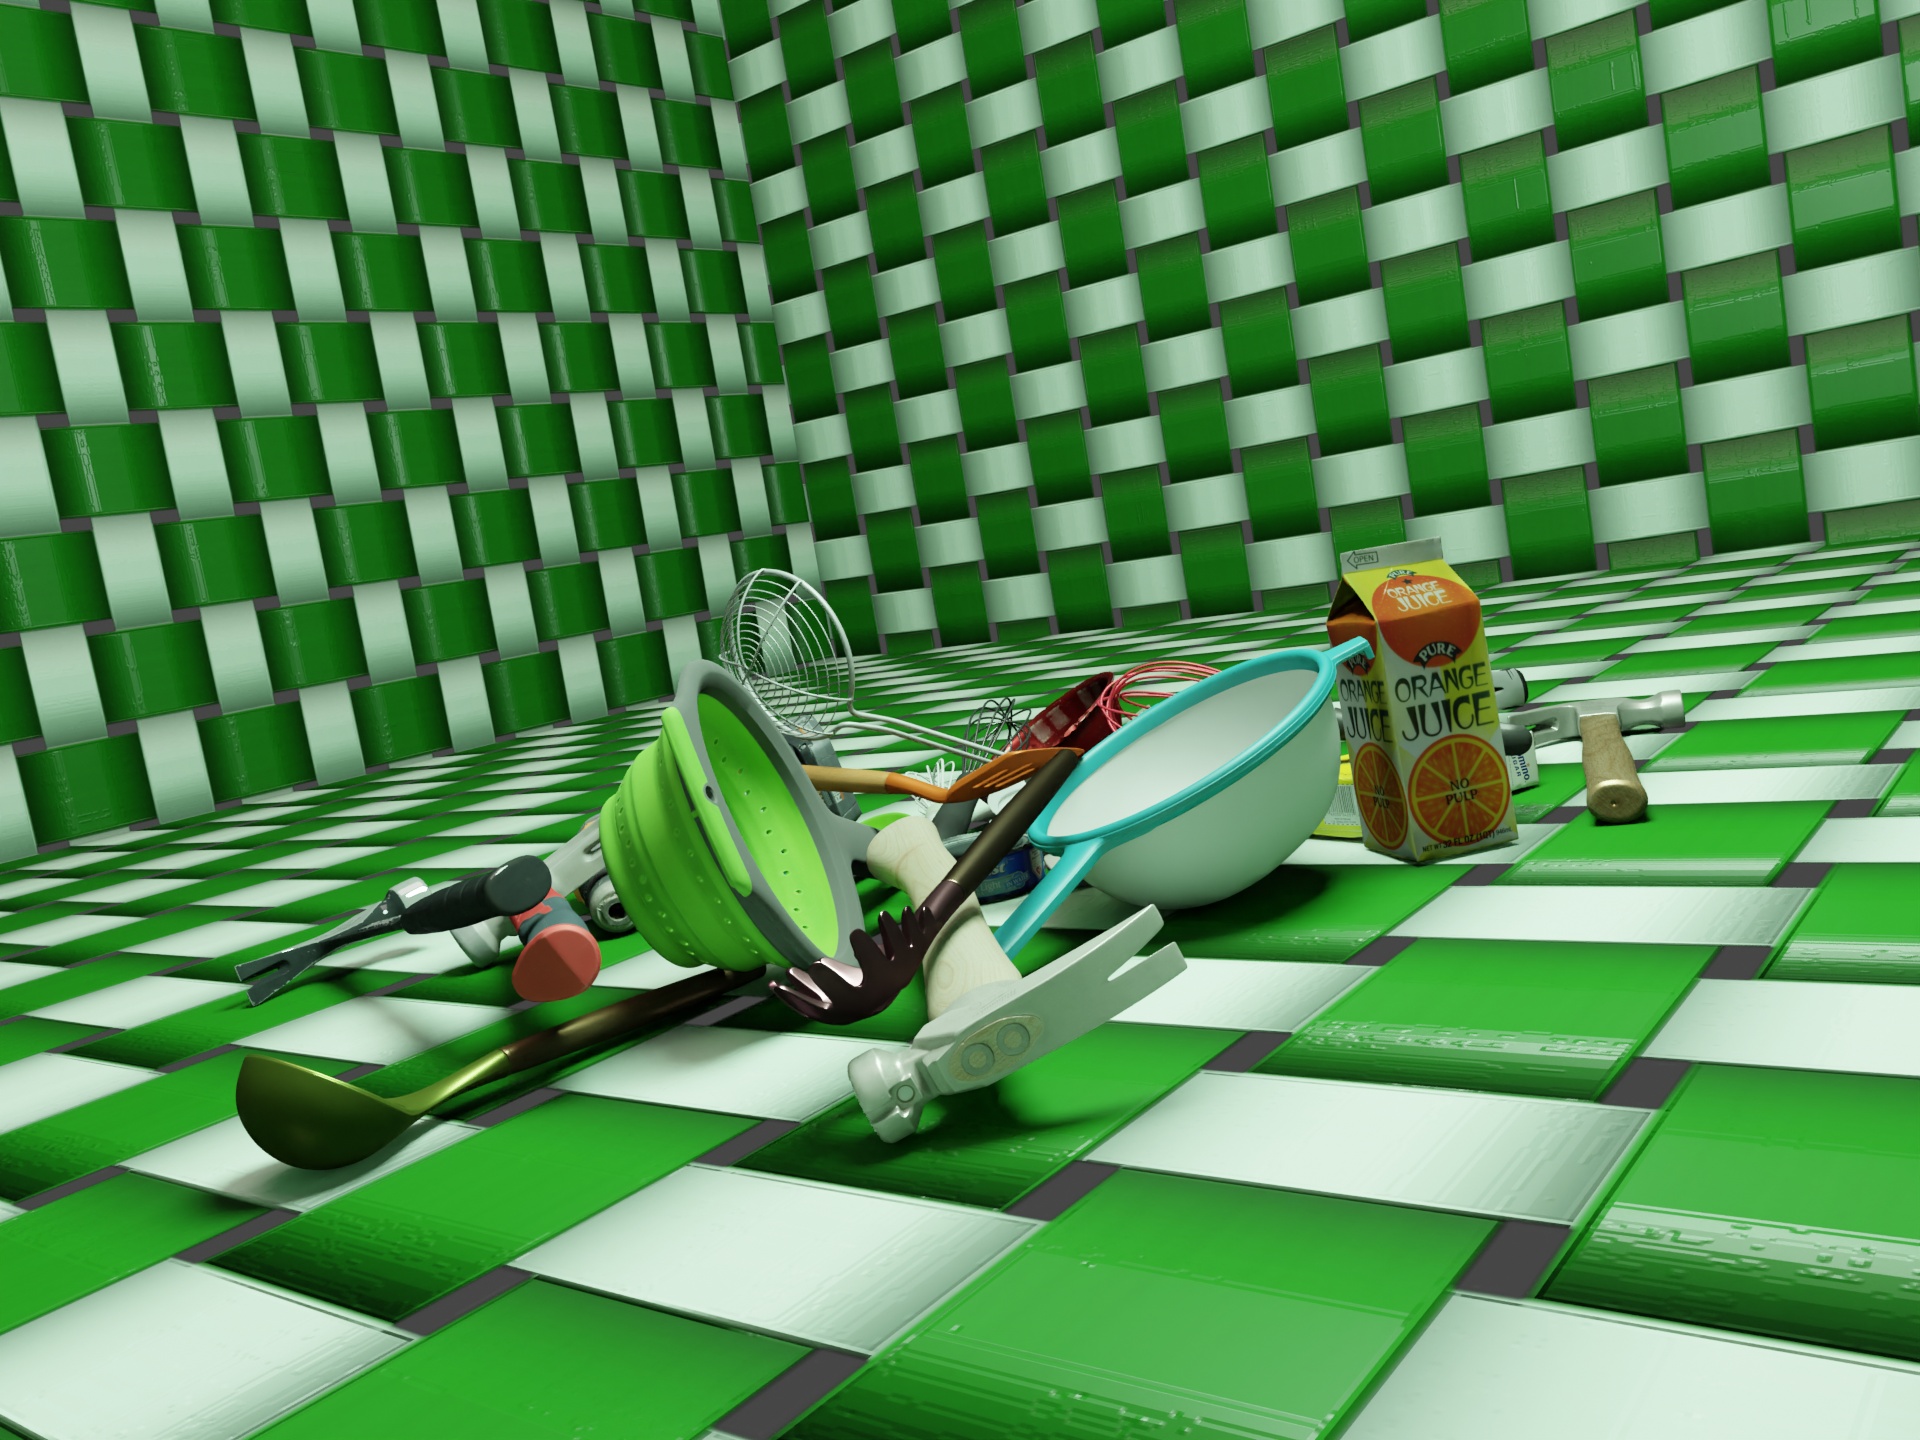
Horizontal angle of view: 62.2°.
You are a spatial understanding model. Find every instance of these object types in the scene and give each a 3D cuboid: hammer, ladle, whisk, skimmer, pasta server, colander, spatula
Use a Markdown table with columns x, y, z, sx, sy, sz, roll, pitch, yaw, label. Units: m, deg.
| x | y | z | sx | sy | sz | roll | pitch | yaw | label |
| --- | --- | --- | --- | --- | --- | --- | --- | --- | --- |
| 0.455 | 0.023 | 1.130 | 0.130 | 0.031 | 0.331 | -7 | 7 | 21 | hammer |
| -0.221 | 0.160 | 0.838 | 0.078 | 0.062 | 0.320 | -3 | 6 | 39 | ladle |
| -0.018 | 0.077 | 1.310 | 0.059 | 0.058 | 0.246 | 24 | 8 | -7 | whisk |
| -0.002 | -0.004 | 1.155 | 0.363 | 0.127 | 0.090 | 18 | 43 | -12 | skimmer |
| -0.241 | 0.113 | 0.970 | 0.143 | 0.038 | 0.386 | -39 | 10 | -16 | hammer |
| 0.001 | 0.069 | 0.792 | 0.060 | 0.040 | 0.316 | -34 | 4 | 30 | pasta server |
| -0.123 | 0.088 | 0.992 | 0.094 | 0.205 | 0.397 | -27 | -14 | 8 | colander |
| 0.259 | 0.017 | 1.231 | 0.337 | 0.034 | 0.127 | -16 | -6 | 30 | hammer |
| 0.237 | 0.001 | 1.095 | 0.296 | 0.073 | 0.073 | 5 | 11 | 20 | whisk |
| -0.357 | 0.128 | 1.025 | 0.149 | 0.036 | 0.409 | -28 | 6 | -36 | hammer |
| -0.066 | 0.033 | 1.110 | 0.323 | 0.041 | 0.081 | 2 | 1 | 37 | spatula |
| 0.010 | 0.049 | 1.222 | 0.055 | 0.055 | 0.239 | -7 | 27 | 22 | whisk |
| 0.002 | 0.099 | 0.844 | 0.146 | 0.038 | 0.411 | -29 | 10 | -2 | hammer |

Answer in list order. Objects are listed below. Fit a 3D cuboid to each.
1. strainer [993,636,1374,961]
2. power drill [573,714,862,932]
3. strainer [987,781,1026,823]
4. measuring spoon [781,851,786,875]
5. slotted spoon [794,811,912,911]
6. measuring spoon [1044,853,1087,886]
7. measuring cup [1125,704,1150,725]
| x | y | z | sx | sy | sz | roll | pitch | yaw | label |
| --- | --- | --- | --- | --- | --- | --- | --- | --- | --- |
| 0.116 | 0.084 | 0.930 | 0.211 | 0.095 | 0.340 | -20 | 17 | 49 | strainer |
| -0.195 | 0.085 | 1.235 | 0.226 | 0.084 | 0.185 | -24 | 16 | -7 | power drill |
| 0.105 | 0.046 | 1.237 | 0.087 | 0.050 | 0.258 | 23 | 37 | 33 | strainer |
| -0.132 | 0.126 | 1.198 | 0.042 | 0.021 | 0.129 | -17 | 15 | 7 | measuring spoon |
| -0.100 | 0.119 | 1.142 | 0.070 | 0.031 | 0.314 | -8 | 9 | 19 | slotted spoon |
| 0.072 | 0.097 | 1.108 | 0.034 | 0.018 | 0.124 | -10 | 6 | -4 | measuring spoon |
| 0.160 | 0.022 | 1.415 | 0.083 | 0.038 | 0.167 | -36 | 3 | 21 | measuring cup |
